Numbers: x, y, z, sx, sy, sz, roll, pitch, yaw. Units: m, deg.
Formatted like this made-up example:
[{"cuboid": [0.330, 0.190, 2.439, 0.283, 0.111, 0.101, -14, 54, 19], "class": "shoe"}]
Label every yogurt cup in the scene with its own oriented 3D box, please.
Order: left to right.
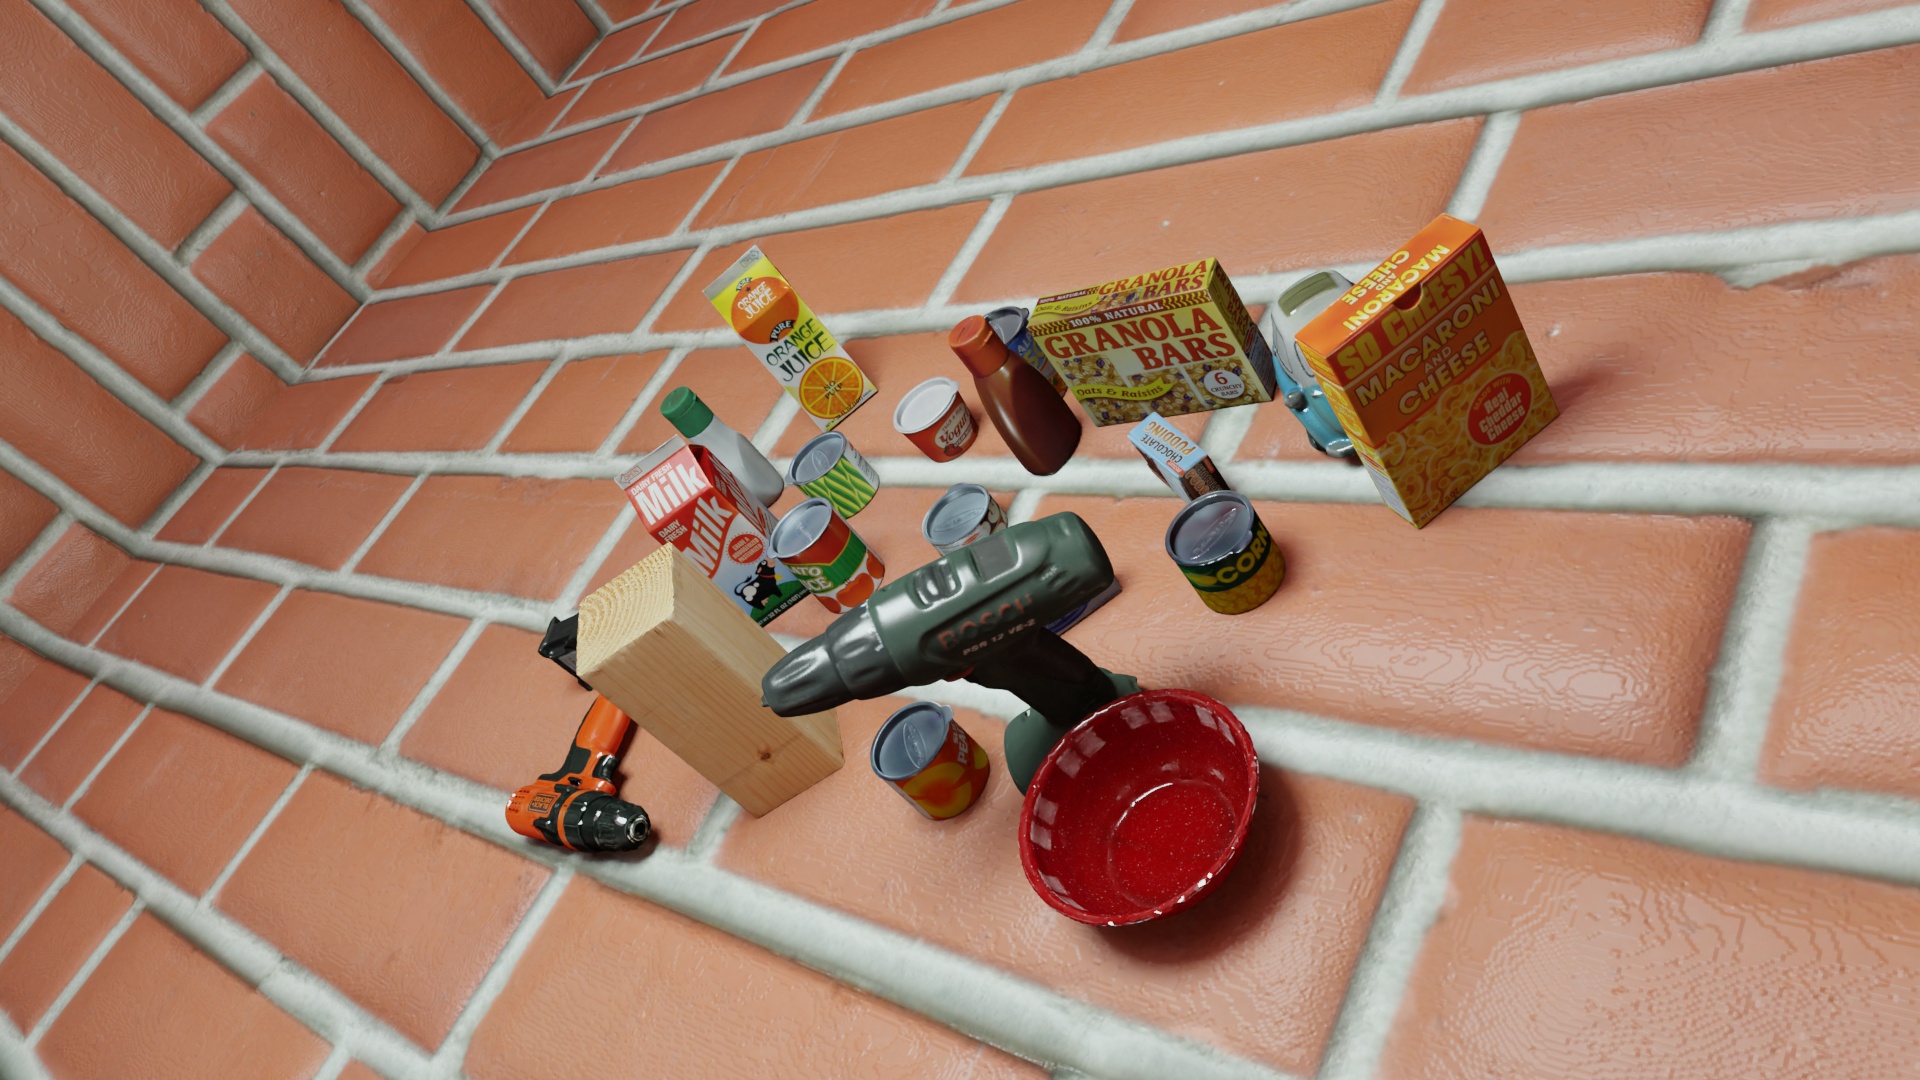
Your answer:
[{"cuboid": [-0.020, -0.109, 1.279, 0.072, 0.053, 0.073, -24, 39, 21], "class": "yogurt cup"}]

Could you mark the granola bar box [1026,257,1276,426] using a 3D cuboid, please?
[{"cuboid": [0.154, -0.155, 1.111, 0.165, 0.124, 0.039, -6, 48, 39], "class": "granola bar box"}]

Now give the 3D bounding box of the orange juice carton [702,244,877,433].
[{"cuboid": [-0.174, -0.205, 1.402, 0.072, 0.192, 0.073, -40, 36, 1], "class": "orange juice carton"}]

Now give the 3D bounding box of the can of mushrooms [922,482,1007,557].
[{"cuboid": [0.004, -0.015, 1.174, 0.071, 0.033, 0.071, -24, 39, 21], "class": "can of mushrooms"}]

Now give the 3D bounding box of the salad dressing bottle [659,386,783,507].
[{"cuboid": [-0.236, -0.091, 1.374, 0.044, 0.147, 0.064, -28, 37, 17], "class": "salad dressing bottle"}]

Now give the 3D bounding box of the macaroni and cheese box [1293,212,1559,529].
[{"cuboid": [0.302, -0.105, 0.889, 0.124, 0.166, 0.040, -40, 35, 1], "class": "macaroni and cheese box"}]

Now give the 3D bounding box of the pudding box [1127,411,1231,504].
[{"cuboid": [0.167, -0.059, 1.061, 0.030, 0.049, 0.084, -40, 36, 1], "class": "pudding box"}]

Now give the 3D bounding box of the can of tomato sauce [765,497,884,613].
[{"cuboid": [-0.117, 0.015, 1.209, 0.071, 0.083, 0.071, -24, 39, 21], "class": "can of tomato sauce"}]

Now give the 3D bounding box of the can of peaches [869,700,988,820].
[{"cuboid": [-0.020, 0.156, 0.992, 0.071, 0.058, 0.071, -24, 39, 21], "class": "can of peaches"}]

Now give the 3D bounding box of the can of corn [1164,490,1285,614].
[{"cuboid": [0.186, 0.010, 0.963, 0.071, 0.058, 0.071, -24, 39, 21], "class": "can of corn"}]

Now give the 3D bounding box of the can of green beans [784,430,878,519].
[{"cuboid": [-0.120, -0.061, 1.313, 0.071, 0.057, 0.071, -24, 39, 21], "class": "can of green beans"}]

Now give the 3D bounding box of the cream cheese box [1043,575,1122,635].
[{"cuboid": [0.065, 0.045, 1.038, 0.104, 0.053, 0.024, -36, 36, 6], "class": "cream cheese box"}]

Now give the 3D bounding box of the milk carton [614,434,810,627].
[{"cuboid": [-0.218, -0.013, 1.237, 0.072, 0.190, 0.074, -35, 36, 8], "class": "milk carton"}]

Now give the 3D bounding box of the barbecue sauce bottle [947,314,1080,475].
[{"cuboid": [0.044, -0.123, 1.156, 0.043, 0.148, 0.065, 3, 54, 44], "class": "barbecue sauce bottle"}]

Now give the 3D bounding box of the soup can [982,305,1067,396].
[{"cuboid": [0.051, -0.158, 1.242, 0.071, 0.083, 0.072, -24, 39, 21], "class": "soup can"}]
